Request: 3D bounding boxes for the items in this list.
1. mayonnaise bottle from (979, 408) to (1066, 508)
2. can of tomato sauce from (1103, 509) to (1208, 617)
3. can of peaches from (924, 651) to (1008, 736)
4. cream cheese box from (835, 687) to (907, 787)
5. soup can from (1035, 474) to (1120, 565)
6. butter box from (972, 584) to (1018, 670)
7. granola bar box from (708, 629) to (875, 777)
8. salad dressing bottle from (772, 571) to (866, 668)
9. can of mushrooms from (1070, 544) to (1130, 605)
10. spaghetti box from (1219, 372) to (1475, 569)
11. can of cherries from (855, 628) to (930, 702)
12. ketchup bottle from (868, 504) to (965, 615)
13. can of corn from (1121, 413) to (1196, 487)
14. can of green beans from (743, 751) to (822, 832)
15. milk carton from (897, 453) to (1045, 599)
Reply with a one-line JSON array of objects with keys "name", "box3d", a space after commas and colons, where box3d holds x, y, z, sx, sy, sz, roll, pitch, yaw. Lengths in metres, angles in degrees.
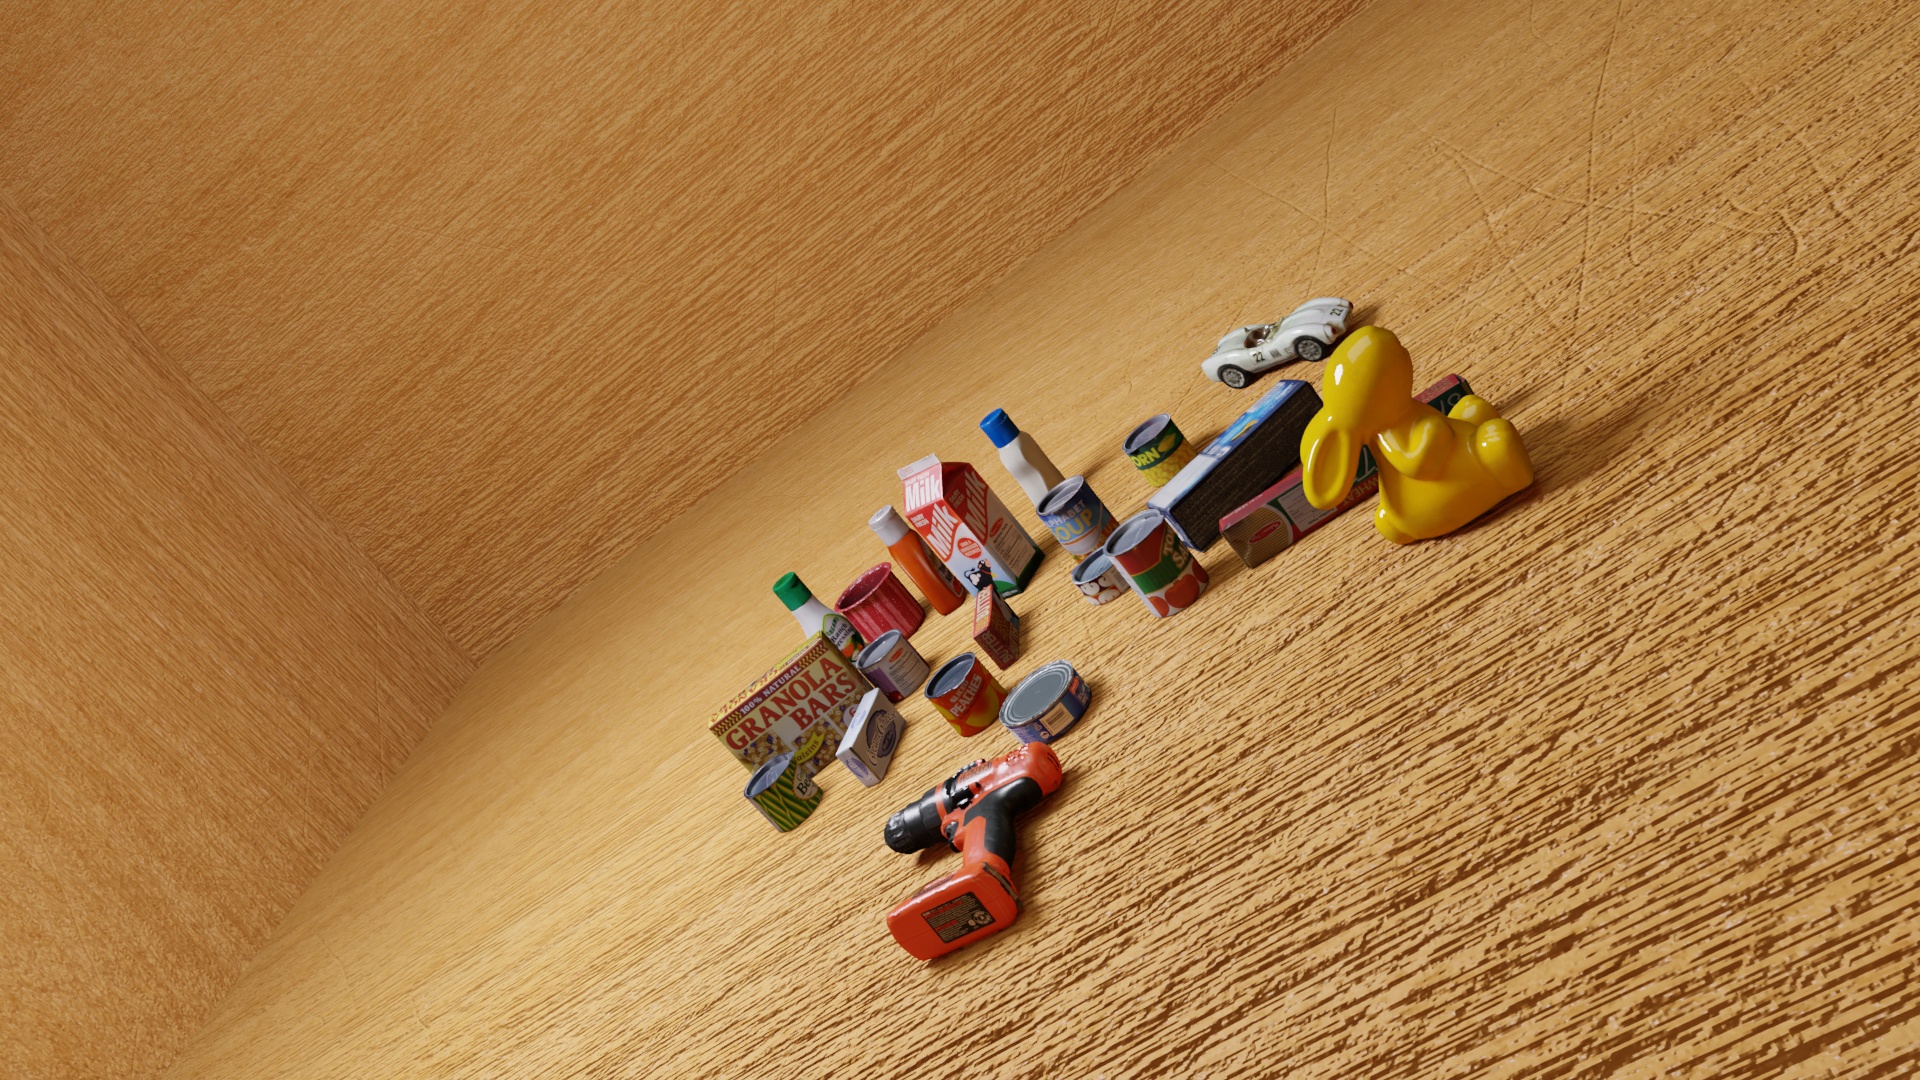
[{"name": "mayonnaise bottle", "box3d": [0.082, -0.099, 1.743, 0.041, 0.148, 0.065, -29, 20, 32]}, {"name": "can of tomato sauce", "box3d": [0.189, 0.021, 1.325, 0.071, 0.083, 0.071, -36, 17, 13]}, {"name": "can of peaches", "box3d": [0.007, 0.157, 1.405, 0.071, 0.058, 0.071, -36, 17, 13]}, {"name": "cream cheese box", "box3d": [-0.094, 0.210, 1.487, 0.024, 0.053, 0.104, -30, 19, 30]}, {"name": "soup can", "box3d": [0.134, -0.019, 1.540, 0.071, 0.083, 0.071, -36, 17, 13]}, {"name": "butter box", "box3d": [0.039, 0.093, 1.507, 0.024, 0.053, 0.104, -35, 17, 17]}, {"name": "granola bar box", "box3d": [-0.183, 0.200, 1.579, 0.165, 0.124, 0.039, -39, 17, 3]}, {"name": "salad dressing bottle", "box3d": [-0.181, 0.105, 1.775, 0.044, 0.147, 0.064, -20, 25, 48]}, {"name": "can of mushrooms", "box3d": [0.151, 0.035, 1.454, 0.071, 0.033, 0.071, -36, 17, 13]}, {"name": "spaghetti box", "box3d": [0.351, -0.061, 1.250, 0.249, 0.050, 0.029, -34, 18, 18]}, {"name": "can of cherries", "box3d": [-0.079, 0.146, 1.611, 0.071, 0.058, 0.072, -36, 17, 13]}, {"name": "ketchup bottle", "box3d": [-0.054, 0.023, 1.717, 0.043, 0.148, 0.065, -36, 17, 13]}, {"name": "can of corn", "box3d": [0.228, -0.102, 1.597, 0.071, 0.058, 0.071, -36, 17, 13]}, {"name": "can of green beans", "box3d": [-0.194, 0.276, 1.521, 0.071, 0.057, 0.071, -36, 17, 13]}, {"name": "milk carton", "box3d": [0.006, -0.020, 1.629, 0.072, 0.190, 0.074, -23, 24, 44]}]
